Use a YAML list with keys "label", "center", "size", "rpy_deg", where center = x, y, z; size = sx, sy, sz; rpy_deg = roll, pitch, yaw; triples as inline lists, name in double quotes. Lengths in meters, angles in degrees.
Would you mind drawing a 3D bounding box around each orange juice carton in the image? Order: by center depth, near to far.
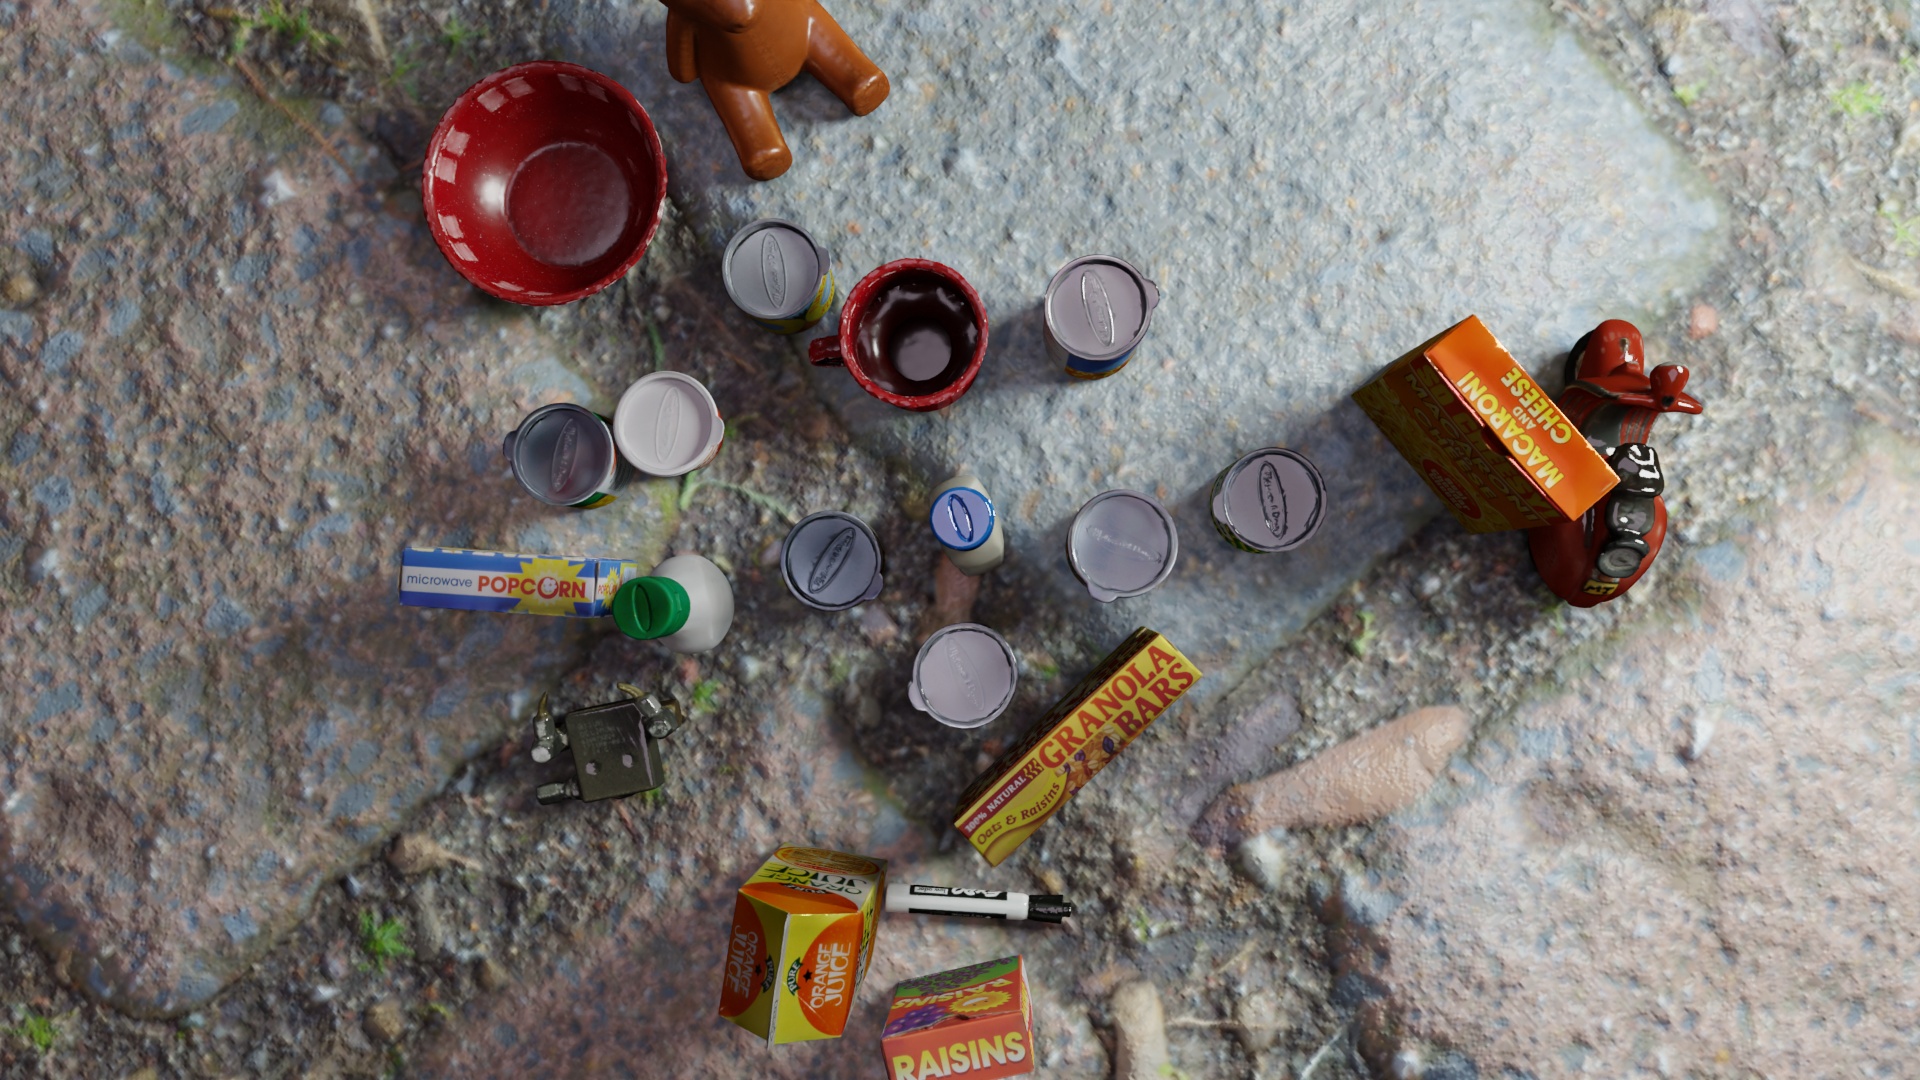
- label: "orange juice carton"
  center: [-0.092, 0.237, 0.826]
  size: [0.073, 0.192, 0.072]
  rpy_deg: [9, 89, 3]

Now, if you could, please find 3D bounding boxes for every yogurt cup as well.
- label: "yogurt cup"
  center: [-0.188, -0.074, 0.913]
  size: [0.072, 0.054, 0.072]
  rpy_deg: [0, 88, 3]

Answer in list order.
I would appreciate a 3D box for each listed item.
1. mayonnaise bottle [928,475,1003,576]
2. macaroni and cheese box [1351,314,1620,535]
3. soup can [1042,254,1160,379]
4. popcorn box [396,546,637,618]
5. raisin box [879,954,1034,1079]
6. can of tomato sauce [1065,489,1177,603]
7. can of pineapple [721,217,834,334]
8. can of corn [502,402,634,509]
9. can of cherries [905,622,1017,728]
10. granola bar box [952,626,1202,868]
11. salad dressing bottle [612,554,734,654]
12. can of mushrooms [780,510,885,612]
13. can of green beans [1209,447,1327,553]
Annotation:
- label: "mayonnaise bottle"
  center: [0.003, -0.011, 0.855]
  size: [0.041, 0.148, 0.065]
  rpy_deg: [-20, 87, 2]
- label: "macaroni and cheese box"
  center: [0.307, -0.063, 0.835]
  size: [0.040, 0.166, 0.124]
  rpy_deg: [-40, 87, 1]
- label: "soup can"
  center: [0.089, -0.141, 0.889]
  size: [0.071, 0.084, 0.071]
  rpy_deg: [0, 88, 3]
- label: "popcorn box"
  center: [-0.283, 0.027, 0.897]
  size: [0.127, 0.085, 0.038]
  rpy_deg: [4, 88, 3]
- label: "raisin box"
  center: [0.001, 0.296, 0.854]
  size: [0.086, 0.123, 0.040]
  rpy_deg: [-12, 88, 2]
- label: "can of tomato sauce"
  center: [0.100, 0.005, 0.882]
  size: [0.071, 0.083, 0.071]
  rpy_deg: [0, 88, 3]
- label: "can of pineapple"
  center: [-0.117, -0.172, 0.912]
  size: [0.071, 0.058, 0.071]
  rpy_deg: [0, 88, 3]
- label: "can of corn"
  center: [-0.256, -0.055, 0.913]
  size: [0.071, 0.058, 0.071]
  rpy_deg: [0, 88, 3]
- label: "can of cherries"
  center: [0.001, 0.086, 0.895]
  size: [0.071, 0.058, 0.071]
  rpy_deg: [0, 88, 3]
- label: "granola bar box"
  center: [0.069, 0.122, 0.858]
  size: [0.165, 0.124, 0.039]
  rpy_deg: [-43, 87, 0]
- label: "salad dressing bottle"
  center: [-0.177, 0.040, 0.860]
  size: [0.044, 0.147, 0.064]
  rpy_deg: [-10, 88, 2]
- label: "can of mushrooms"
  center: [-0.081, 0.015, 0.915]
  size: [0.071, 0.033, 0.071]
  rpy_deg: [0, 88, 3]
- label: "can of green beans"
  center: [0.196, -0.025, 0.892]
  size: [0.071, 0.058, 0.071]
  rpy_deg: [0, 88, 3]
